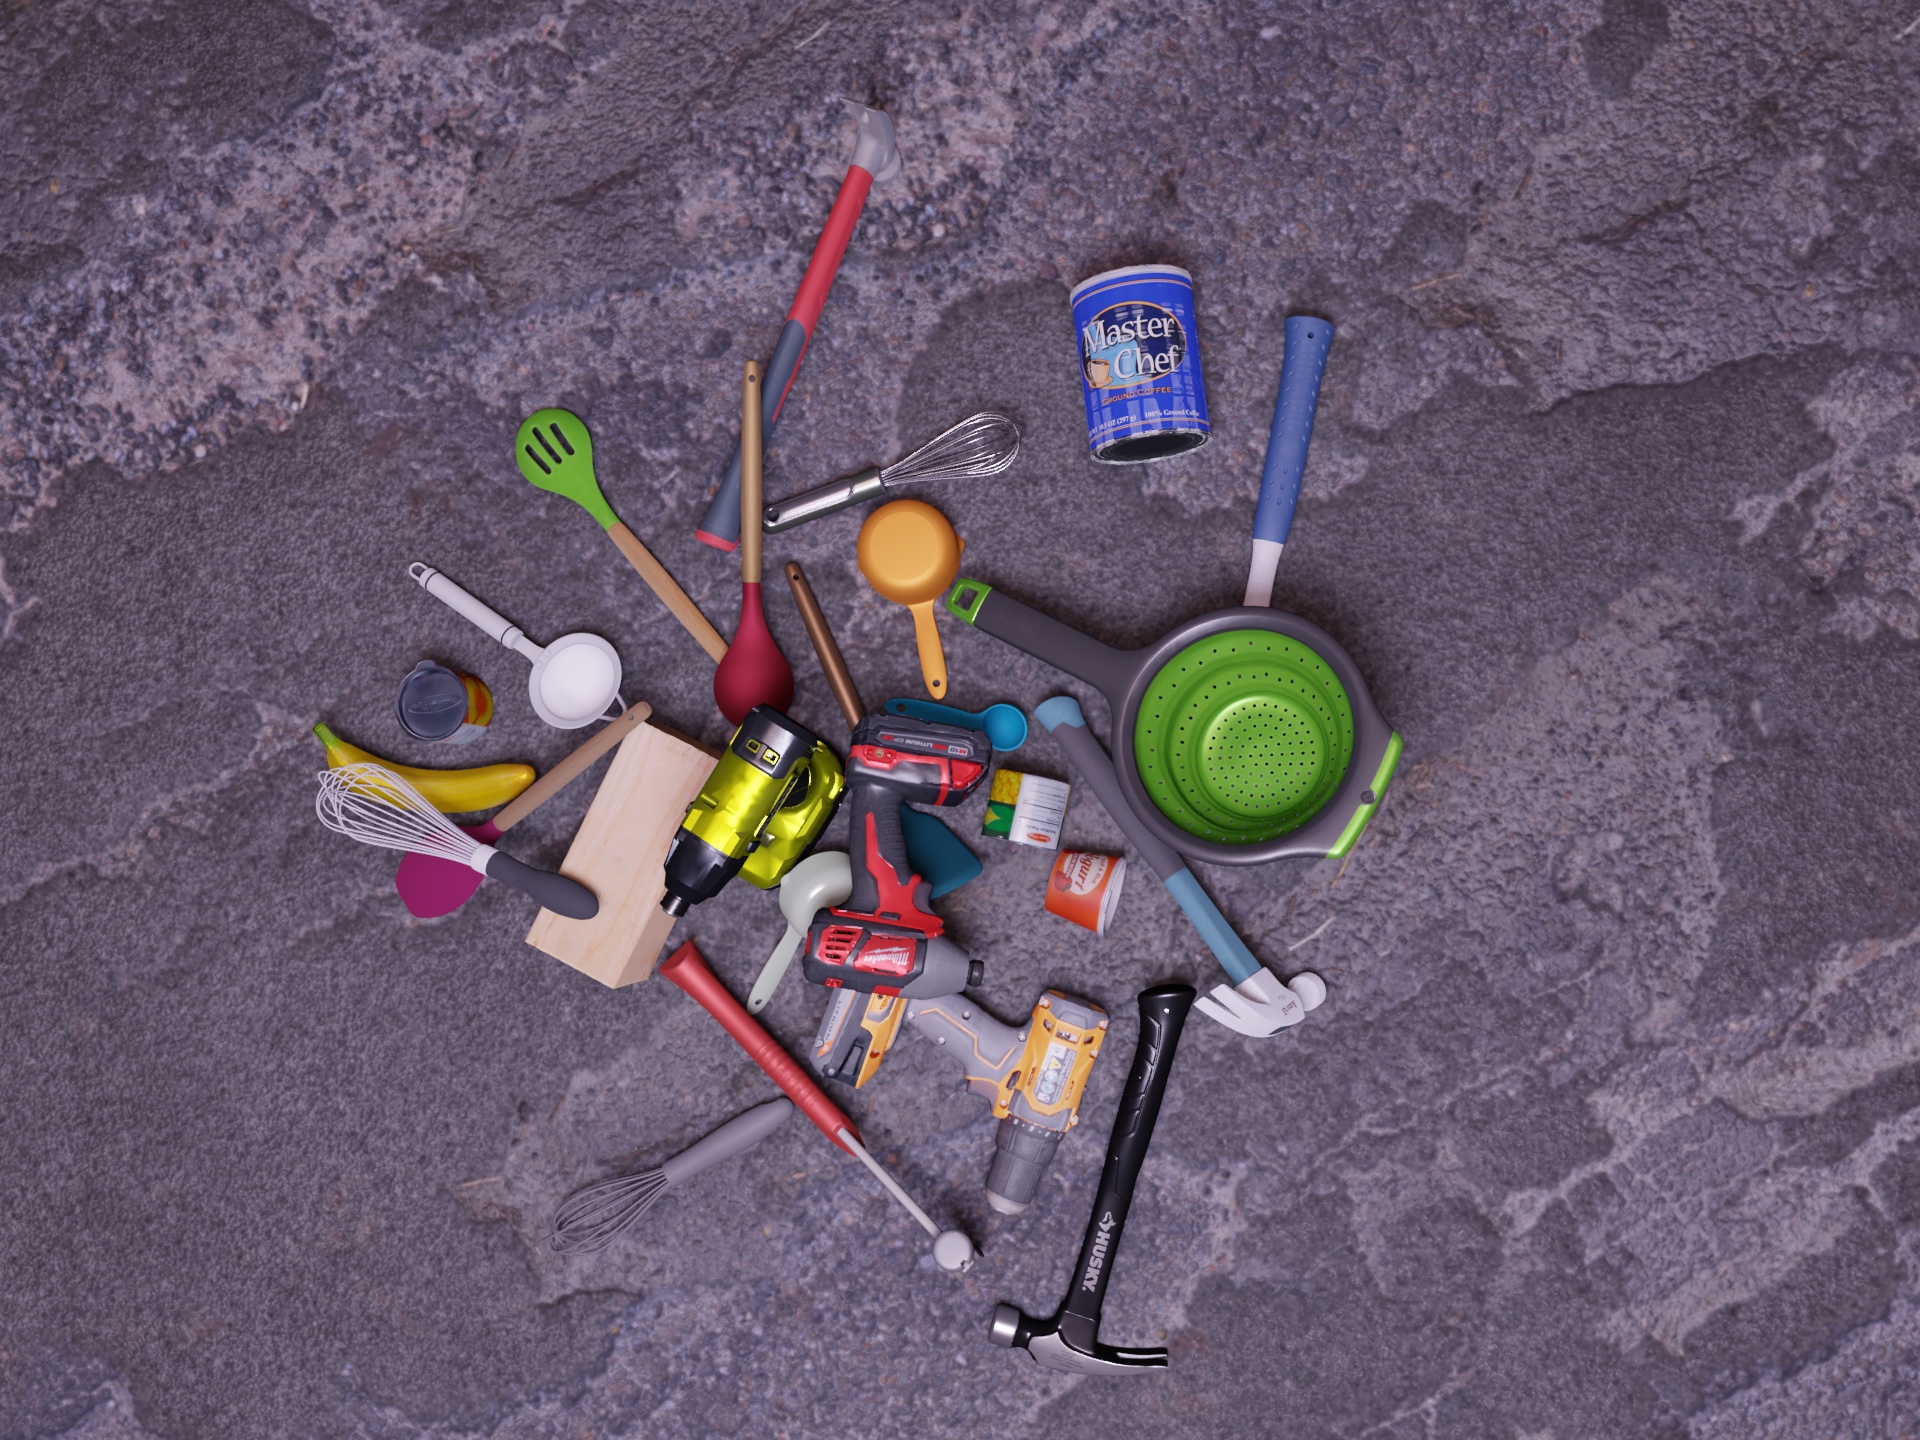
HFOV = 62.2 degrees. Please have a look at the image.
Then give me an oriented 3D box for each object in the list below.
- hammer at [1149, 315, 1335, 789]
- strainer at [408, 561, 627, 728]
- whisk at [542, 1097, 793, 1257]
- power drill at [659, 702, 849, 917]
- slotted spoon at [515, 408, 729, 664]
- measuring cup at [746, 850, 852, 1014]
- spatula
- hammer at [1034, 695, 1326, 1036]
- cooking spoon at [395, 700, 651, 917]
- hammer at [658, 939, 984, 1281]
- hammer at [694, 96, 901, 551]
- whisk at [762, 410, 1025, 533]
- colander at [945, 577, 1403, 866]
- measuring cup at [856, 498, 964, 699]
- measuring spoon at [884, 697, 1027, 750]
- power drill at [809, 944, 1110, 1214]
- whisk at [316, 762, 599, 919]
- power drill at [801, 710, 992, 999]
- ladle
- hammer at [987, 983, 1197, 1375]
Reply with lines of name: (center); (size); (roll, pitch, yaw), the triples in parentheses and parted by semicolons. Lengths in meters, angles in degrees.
hammer: (0.263, -0.138, 1.340); (0.144, 0.035, 0.405); (11, 87, 6)
strainer: (-0.386, -0.069, 1.396); (0.258, 0.050, 0.087); (34, 84, 12)
whisk: (-0.247, 0.384, 1.350); (0.239, 0.055, 0.055); (-30, 84, -2)
power drill: (-0.165, 0.076, 1.272); (0.080, 0.223, 0.171); (32, 90, 7)
slotted spoon: (-0.287, -0.152, 1.398); (0.070, 0.031, 0.314); (-41, 85, 3)
measuring cup: (-0.133, 0.189, 1.342); (0.167, 0.083, 0.038); (-60, 39, 12)
spatula: (-0.083, 0.005, 1.360); (0.082, 0.044, 0.317); (-23, 83, -12)
hammer: (0.169, 0.116, 1.310); (0.033, 0.128, 0.331); (-45, 73, 35)
cooking spoon: (-0.374, 0.075, 1.349); (0.319, 0.017, 0.069); (-36, 83, 22)
hammer: (-0.117, 0.320, 1.316); (0.359, 0.149, 0.037); (43, 77, 15)
hammer: (-0.143, -0.329, 1.349); (0.038, 0.143, 0.386); (22, 93, 4)
whisk: (-0.061, -0.210, 1.371); (0.246, 0.059, 0.058); (-19, 73, 9)
colander: (0.164, -0.016, 1.290); (0.397, 0.094, 0.204); (28, 89, 25)
measuring cup: (-0.037, -0.105, 1.357); (0.095, 0.052, 0.174); (-12, 83, 4)
measuring spoon: (-0.002, -0.004, 1.369); (0.128, 0.021, 0.042); (11, 110, 15)
power drill: (-0.009, 0.291, 1.319); (0.226, 0.084, 0.185); (20, 89, 1)
whisk: (-0.418, 0.102, 1.314); (0.285, 0.070, 0.070); (21, 89, 17)
power drill: (-0.040, 0.114, 1.279); (0.143, 0.078, 0.220); (10, 71, -4)
ladle: (-0.175, -0.143, 1.344); (0.069, 0.031, 0.315); (-1, 101, -9)
hammer: (0.136, 0.375, 1.303); (0.146, 0.035, 0.335); (16, 95, 6)
